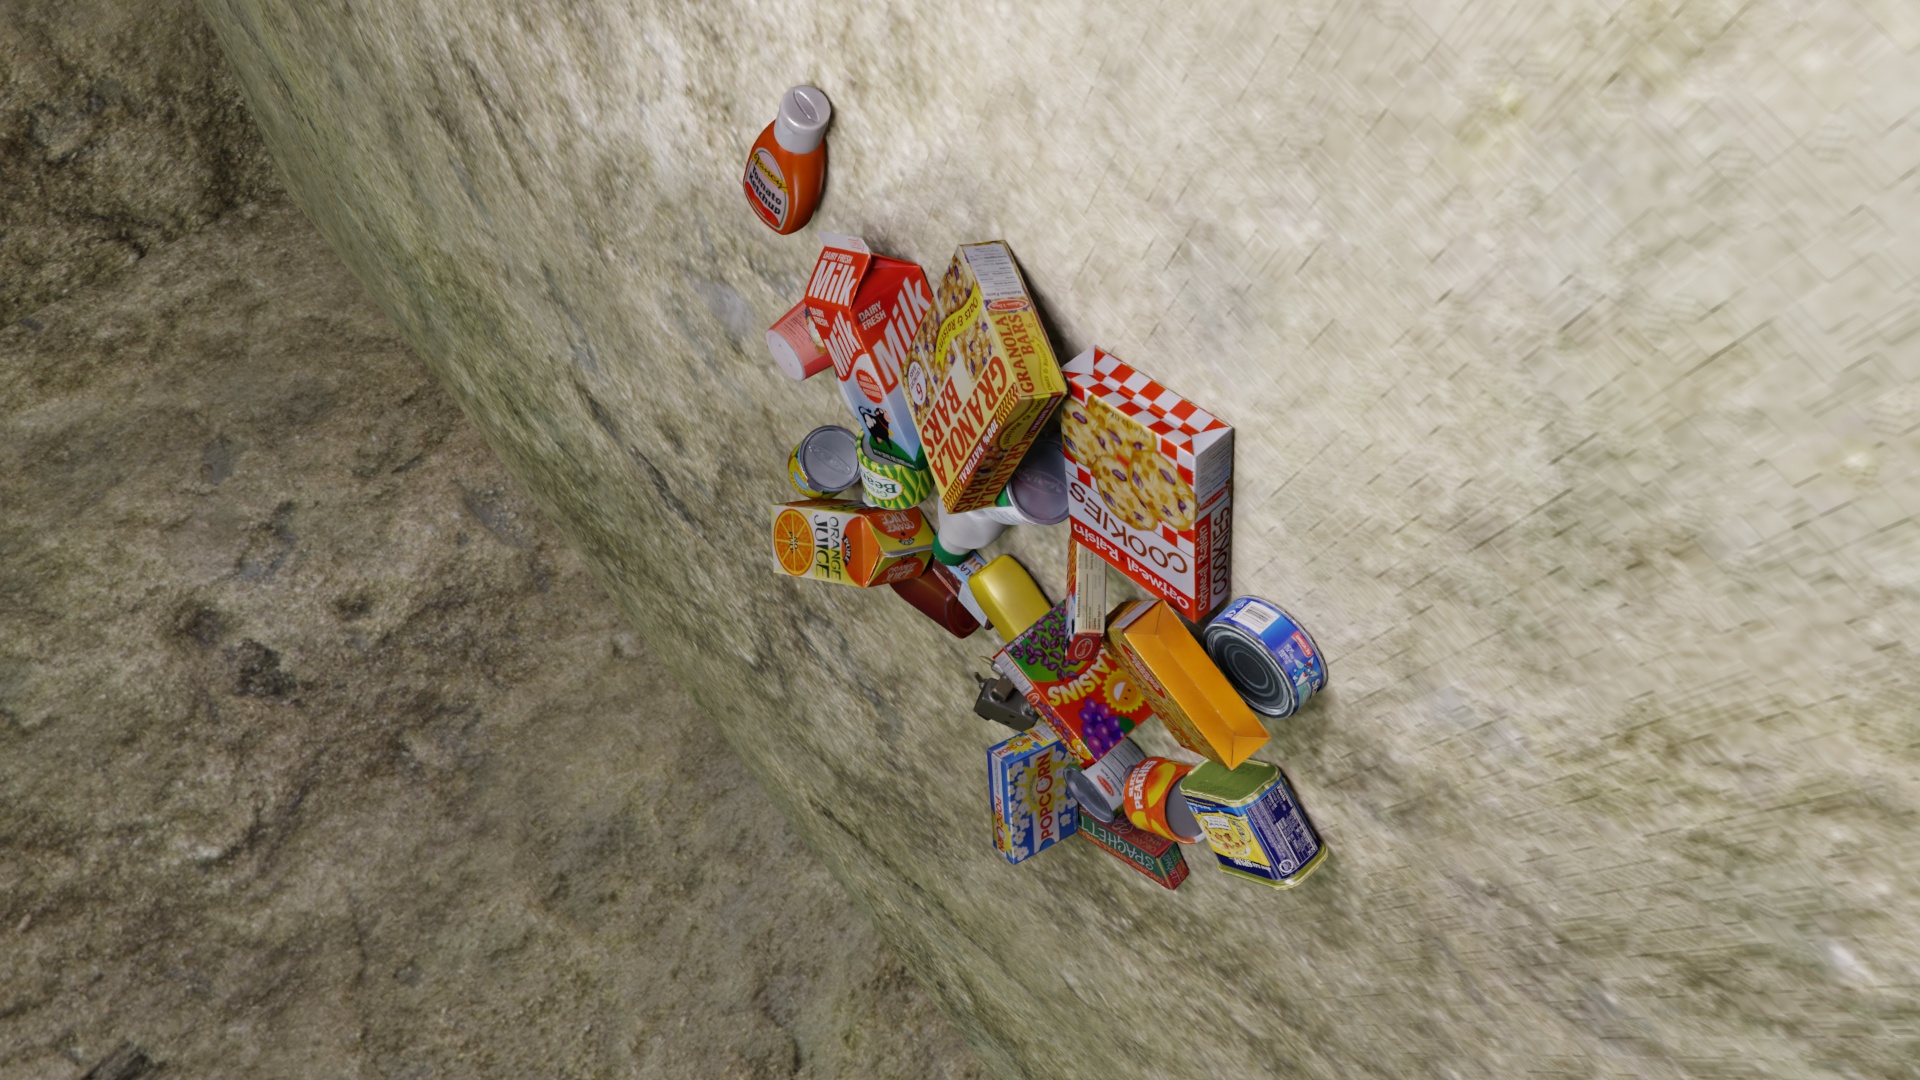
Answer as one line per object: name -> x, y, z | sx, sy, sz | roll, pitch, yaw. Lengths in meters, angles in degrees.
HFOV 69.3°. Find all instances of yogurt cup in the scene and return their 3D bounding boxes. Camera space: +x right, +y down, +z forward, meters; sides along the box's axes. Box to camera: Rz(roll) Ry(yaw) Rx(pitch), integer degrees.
yogurt cup -> -0.137, -0.179, 1.243 | 0.072, 0.054, 0.072 | 42, 156, 24

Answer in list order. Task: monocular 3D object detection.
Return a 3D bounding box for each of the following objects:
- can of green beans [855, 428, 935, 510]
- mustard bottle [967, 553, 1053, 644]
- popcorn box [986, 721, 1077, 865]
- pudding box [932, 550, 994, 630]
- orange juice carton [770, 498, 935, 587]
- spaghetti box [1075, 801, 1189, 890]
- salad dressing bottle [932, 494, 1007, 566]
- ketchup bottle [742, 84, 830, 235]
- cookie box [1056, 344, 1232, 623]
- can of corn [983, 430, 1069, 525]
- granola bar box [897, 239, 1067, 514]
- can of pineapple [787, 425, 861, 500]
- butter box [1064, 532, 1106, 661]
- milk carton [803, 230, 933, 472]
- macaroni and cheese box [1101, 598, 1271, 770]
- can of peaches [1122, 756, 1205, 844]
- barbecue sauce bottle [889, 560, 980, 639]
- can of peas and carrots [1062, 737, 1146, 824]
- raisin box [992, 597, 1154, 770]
can of green beans -> -0.057, -0.070, 1.232 | 0.071, 0.071, 0.057 | 40, 155, 30
mustard bottle -> 0.070, 0.086, 1.238 | 0.160, 0.049, 0.065 | 53, 166, -3
popcorn box -> 0.073, 0.251, 1.395 | 0.038, 0.085, 0.126 | 30, 133, 48
pudding box -> 0.012, 0.040, 1.312 | 0.084, 0.030, 0.049 | 47, 159, 15
orange juice carton -> -0.102, 0.002, 1.368 | 0.192, 0.072, 0.073 | 7, 102, 46
spaghetti box -> 0.139, 0.289, 1.440 | 0.250, 0.029, 0.050 | 21, 142, 54
salad dressing bottle -> 0.004, -0.015, 1.224 | 0.064, 0.044, 0.147 | 48, 159, 6
ketchup bottle -> -0.130, -0.294, 1.066 | 0.065, 0.044, 0.148 | 52, 158, 2
cookie box -> 0.127, -0.036, 0.945 | 0.123, 0.040, 0.166 | 37, 153, 34
can of corn -> 0.052, -0.047, 1.050 | 0.071, 0.071, 0.058 | 58, 158, -14
granola bar box -> 0.011, -0.111, 0.978 | 0.164, 0.039, 0.124 | 123, 131, -58
can of pineapple -> -0.136, -0.075, 1.380 | 0.071, 0.071, 0.057 | 54, 159, -4
butter box -> 0.095, 0.035, 1.054 | 0.024, 0.104, 0.053 | 5, 152, -3
milk carton -> -0.058, -0.156, 1.091 | 0.072, 0.074, 0.189 | 23, 144, 51
macaroni and cheese box -> 0.159, 0.103, 1.031 | 0.123, 0.040, 0.166 | 52, 176, 1
can of peaches -> 0.181, 0.222, 1.195 | 0.071, 0.071, 0.058 | 60, 157, -17
barbecue sauce bottle -> -0.040, 0.043, 1.404 | 0.149, 0.044, 0.064 | 31, 150, 45
can of peas and carrots -> 0.138, 0.220, 1.294 | 0.071, 0.059, 0.070 | 44, 157, 24
raisin box -> 0.100, 0.119, 1.176 | 0.123, 0.086, 0.040 | 50, 157, 7
